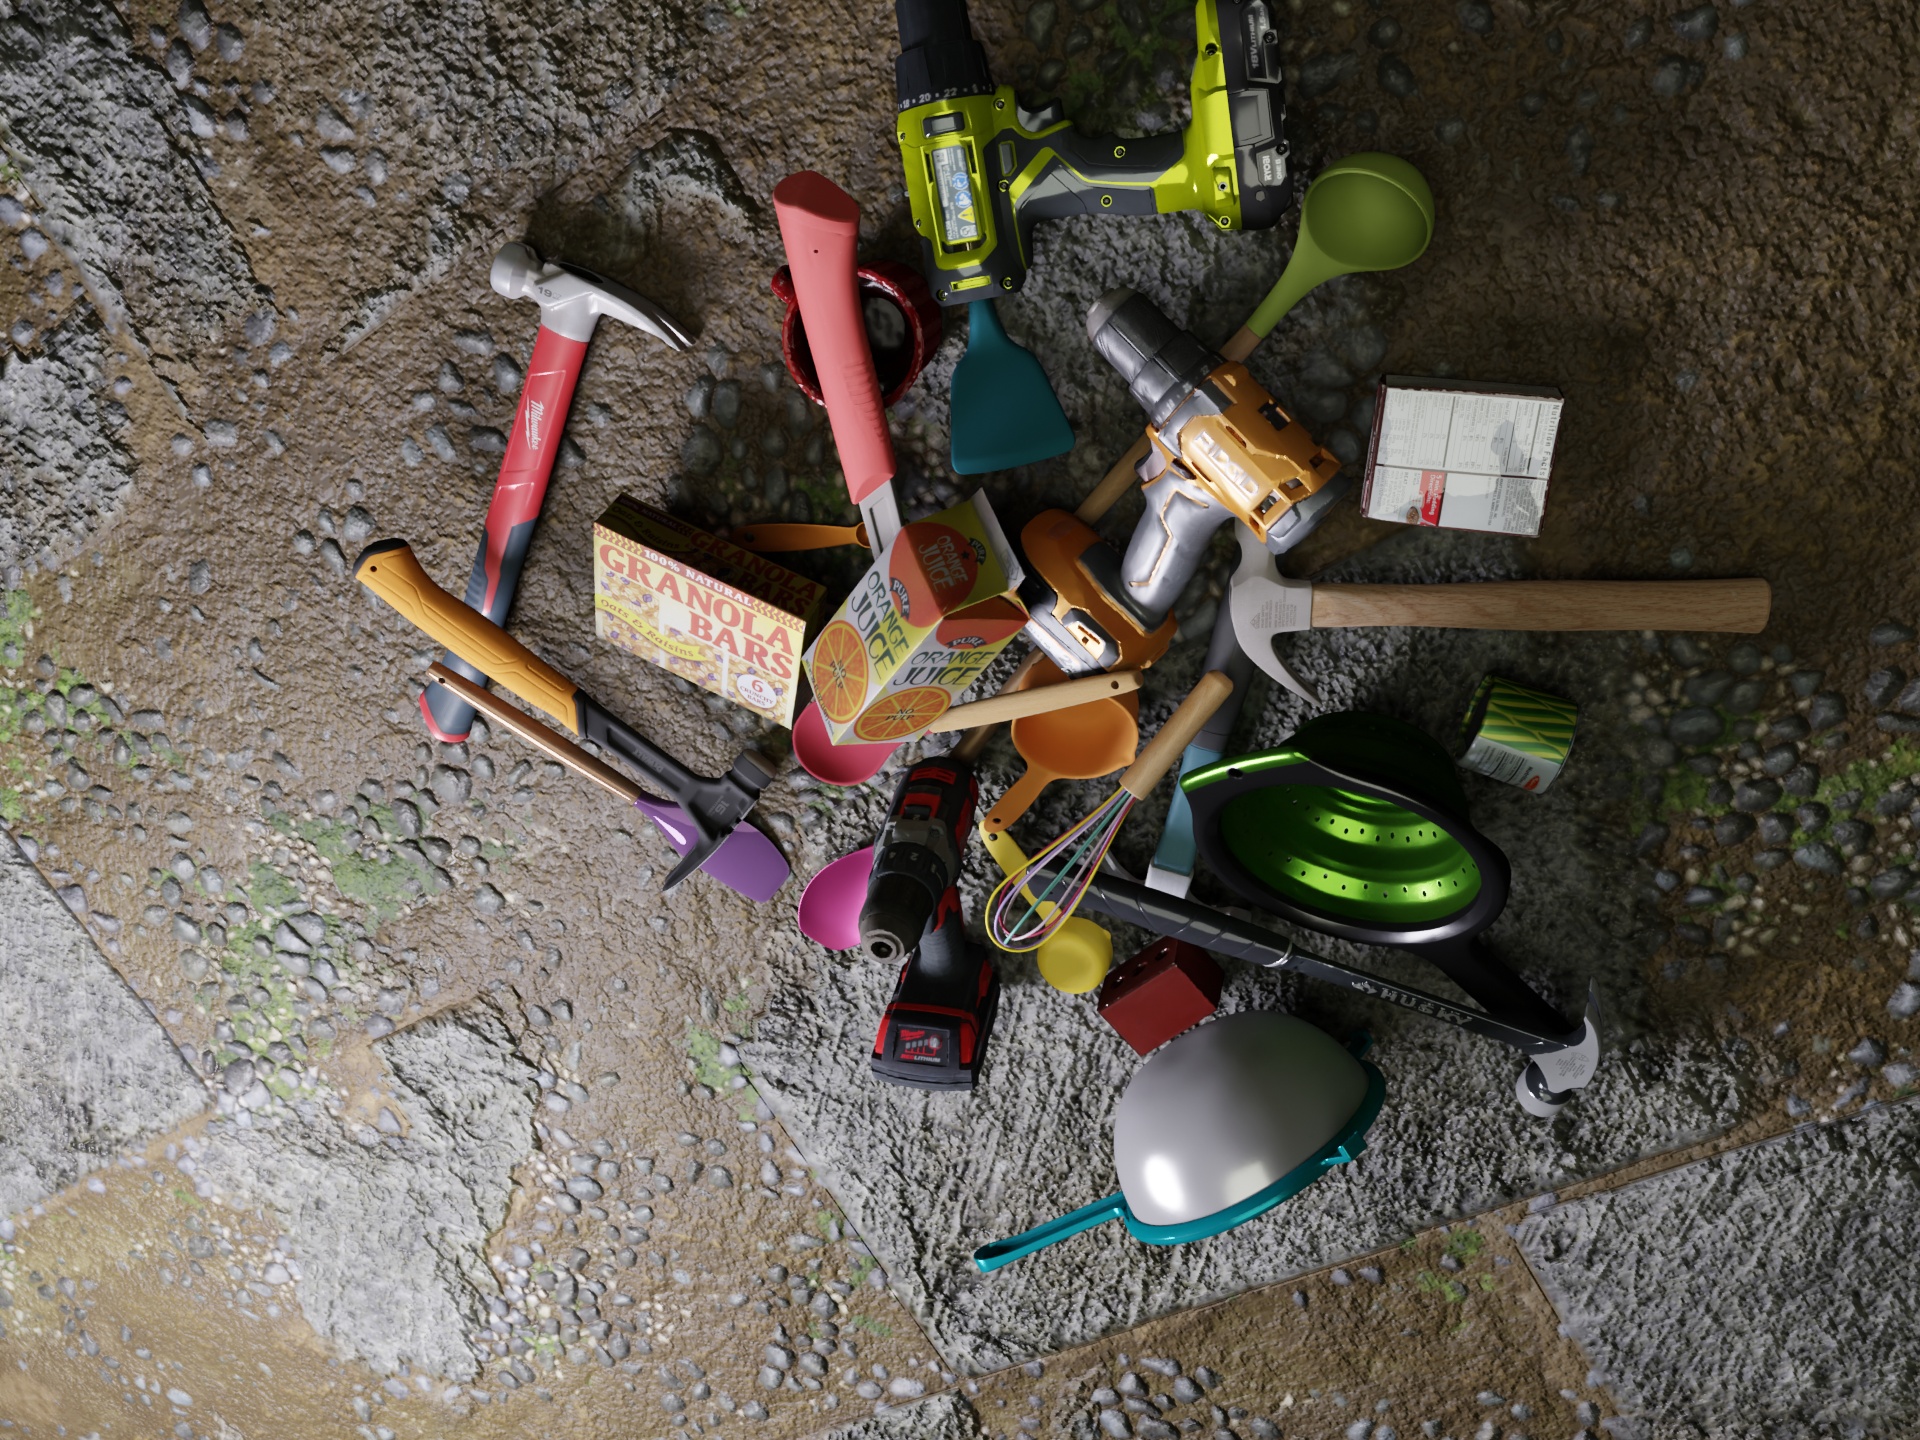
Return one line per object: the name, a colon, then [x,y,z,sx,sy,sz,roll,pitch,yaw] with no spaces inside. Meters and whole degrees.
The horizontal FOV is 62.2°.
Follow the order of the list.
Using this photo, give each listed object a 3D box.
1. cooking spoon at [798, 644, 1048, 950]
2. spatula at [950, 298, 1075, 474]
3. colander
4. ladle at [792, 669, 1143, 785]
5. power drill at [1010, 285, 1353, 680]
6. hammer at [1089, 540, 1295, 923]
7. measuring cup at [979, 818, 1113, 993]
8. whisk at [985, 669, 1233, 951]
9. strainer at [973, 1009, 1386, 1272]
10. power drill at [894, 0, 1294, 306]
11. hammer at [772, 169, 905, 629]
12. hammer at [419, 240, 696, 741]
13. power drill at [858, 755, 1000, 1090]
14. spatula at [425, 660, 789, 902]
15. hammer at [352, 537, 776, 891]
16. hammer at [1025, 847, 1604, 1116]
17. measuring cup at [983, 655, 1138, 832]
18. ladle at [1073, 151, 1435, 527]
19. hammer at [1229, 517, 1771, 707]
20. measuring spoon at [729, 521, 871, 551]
cooking spoon: [-0.026,0.062,1.192,0.068,0.017,0.318,32,117,-11]
spatula: [0.003,-0.319,1.009,0.082,0.044,0.317,-12,108,4]
colander: [0.322,0.107,1.088,0.396,0.095,0.204,39,146,-24]
ladle: [-0.002,-0.004,1.096,0.315,0.031,0.069,-11,101,43]
power drill: [0.107,-0.140,0.988,0.185,0.084,0.226,46,135,3]
hammer: [0.177,0.004,1.109,0.128,0.033,0.330,15,115,7]
measuring cup: [0.058,0.141,1.197,0.062,0.029,0.156,-30,104,23]
whisk: [0.100,0.063,1.085,0.047,0.051,0.245,42,101,20]
strainer: [0.134,0.299,1.149,0.340,0.211,0.095,-30,92,19]
power drill: [0.073,-0.360,0.942,0.228,0.080,0.190,-7,105,11]
hammer: [-0.070,-0.177,1.005,0.149,0.037,0.358,2,141,13]
hammer: [-0.316,-0.141,1.169,0.143,0.038,0.386,25,116,1]
power drill: [-0.027,0.162,1.134,0.080,0.188,0.226,4,124,11]
spatula: [-0.270,0.044,1.227,0.315,0.018,0.059,33,114,-11]
hammer: [-0.306,-0.014,1.182,0.336,0.034,0.127,38,99,-12]
hammer: [0.239,0.167,1.105,0.409,0.036,0.149,18,146,10]
measuring cup: [0.062,0.017,1.135,0.095,0.052,0.173,24,135,-14]
ladle: [0.168,-0.222,1.004,0.078,0.062,0.320,35,119,-15]
hammer: [0.340,-0.071,1.017,0.331,0.031,0.130,1,113,7]
measuring spoon: [-0.111,-0.133,1.138,0.117,0.011,0.021,0,113,18]
